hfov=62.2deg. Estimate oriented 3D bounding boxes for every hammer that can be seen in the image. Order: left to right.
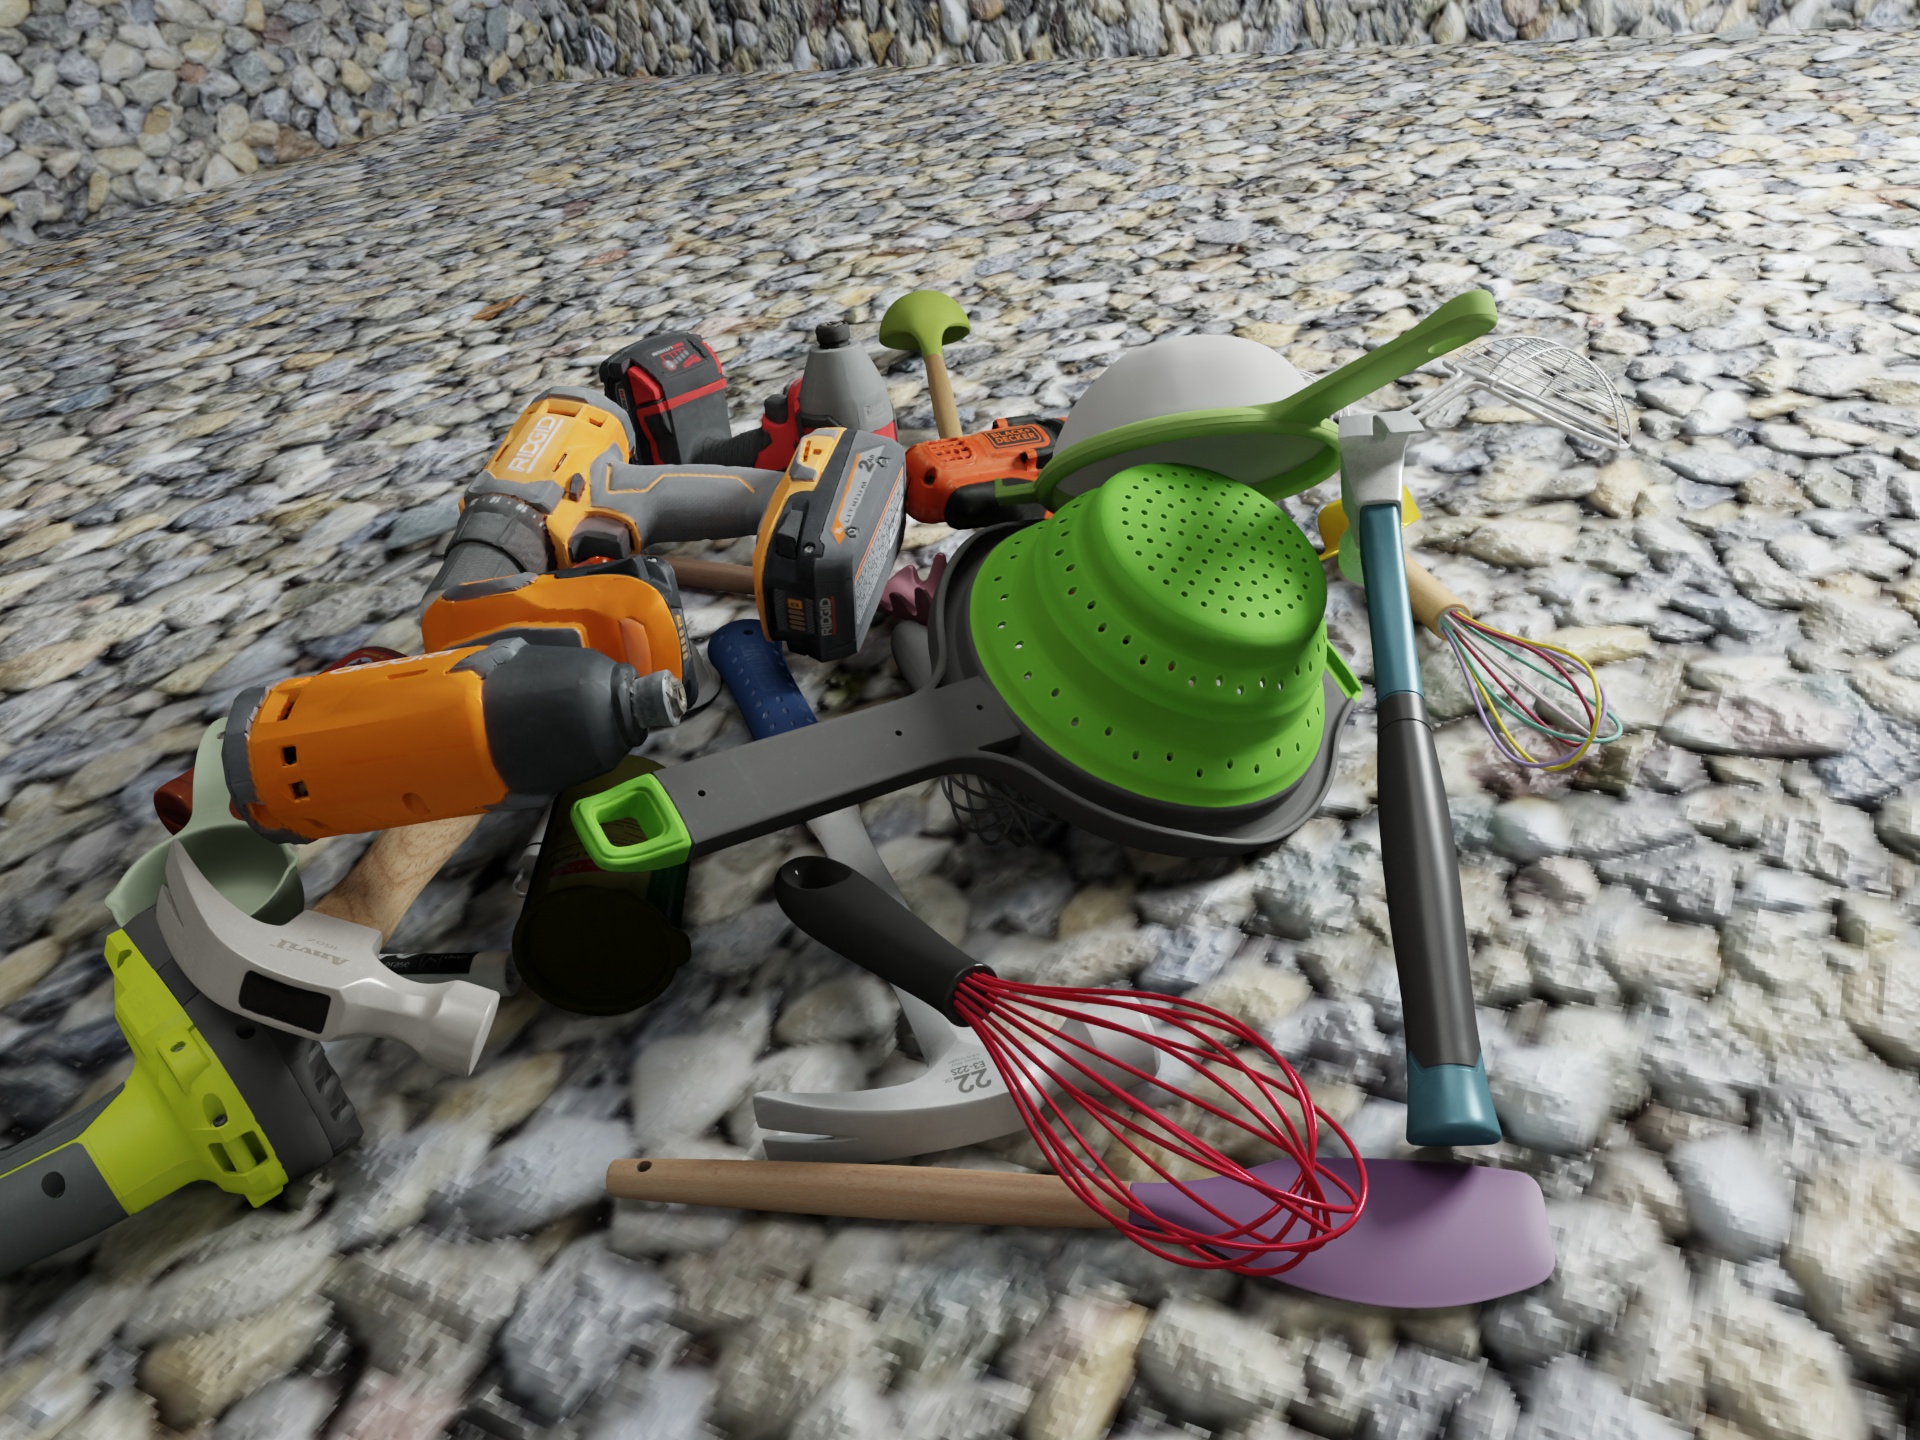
[{"bbox_3d":[-0.234,0.049,0.686,0.130,0.031,0.331,19,13,-8],"label":"hammer"},{"bbox_3d":[-0.061,0.050,0.723,0.144,0.035,0.406,-16,31,-13],"label":"hammer"},{"bbox_3d":[0.173,0.009,0.619,0.033,0.128,0.331,-4,53,11],"label":"hammer"}]

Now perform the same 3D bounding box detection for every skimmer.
[{"bbox_3d":[0.253,-0.149,0.996,0.363,0.090,0.127,-26,40,-10],"label":"skimmer"}]

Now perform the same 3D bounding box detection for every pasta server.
[{"bbox_3d":[-0.113,-0.090,0.971,0.316,0.040,0.060,9,34,28],"label":"pasta server"}]

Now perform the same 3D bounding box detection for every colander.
[{"bbox_3d":[0.030,-0.027,0.664,0.397,0.094,0.205,-17,59,-34],"label":"colander"}]

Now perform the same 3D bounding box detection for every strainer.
[{"bbox_3d":[-0.183,0.006,0.825,0.087,0.050,0.259,10,35,1],"label":"strainer"},{"bbox_3d":[0.135,-0.157,0.725,0.151,0.069,0.256,-1,-12,-32],"label":"strainer"}]

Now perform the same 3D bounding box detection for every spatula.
[{"bbox_3d":[0.031,0.162,0.530,0.316,0.018,0.060,0,32,12],"label":"spatula"}]

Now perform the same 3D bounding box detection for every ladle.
[{"bbox_3d":[-0.017,-0.257,1.239,0.078,0.062,0.320,-7,37,-2],"label":"ladle"}]

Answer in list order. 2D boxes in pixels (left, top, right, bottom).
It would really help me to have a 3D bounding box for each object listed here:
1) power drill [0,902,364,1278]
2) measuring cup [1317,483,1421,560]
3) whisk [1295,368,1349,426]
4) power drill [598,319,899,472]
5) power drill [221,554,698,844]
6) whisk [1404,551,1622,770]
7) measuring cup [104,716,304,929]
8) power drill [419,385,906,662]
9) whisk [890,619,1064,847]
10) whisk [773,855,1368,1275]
[{"bbox_3d":[-0.350,0.160,0.567,0.223,0.080,0.171,-32,39,-30],"label":"power drill"},{"bbox_3d":[0.191,-0.101,0.912,0.156,0.029,0.062,-22,5,-14],"label":"measuring cup"},{"bbox_3d":[0.115,-0.184,1.065,0.284,0.070,0.070,-8,30,10],"label":"whisk"},{"bbox_3d":[-0.133,-0.196,1.054,0.220,0.143,0.078,14,34,36],"label":"power drill"},{"bbox_3d":[-0.178,-0.014,0.667,0.164,0.084,0.226,-9,12,5],"label":"power drill"},{"bbox_3d":[0.261,-0.044,0.805,0.051,0.047,0.245,-11,27,-4],"label":"whisk"},{"bbox_3d":[-0.349,0.058,0.753,0.083,0.038,0.168,-13,38,-11],"label":"measuring cup"},{"bbox_3d":[-0.157,-0.093,0.837,0.226,0.084,0.185,10,47,9],"label":"power drill"},{"bbox_3d":[0.000,-0.003,0.793,0.055,0.055,0.239,-13,26,-10],"label":"whisk"},{"bbox_3d":[0.016,0.100,0.535,0.073,0.073,0.296,-26,28,-28],"label":"whisk"}]
